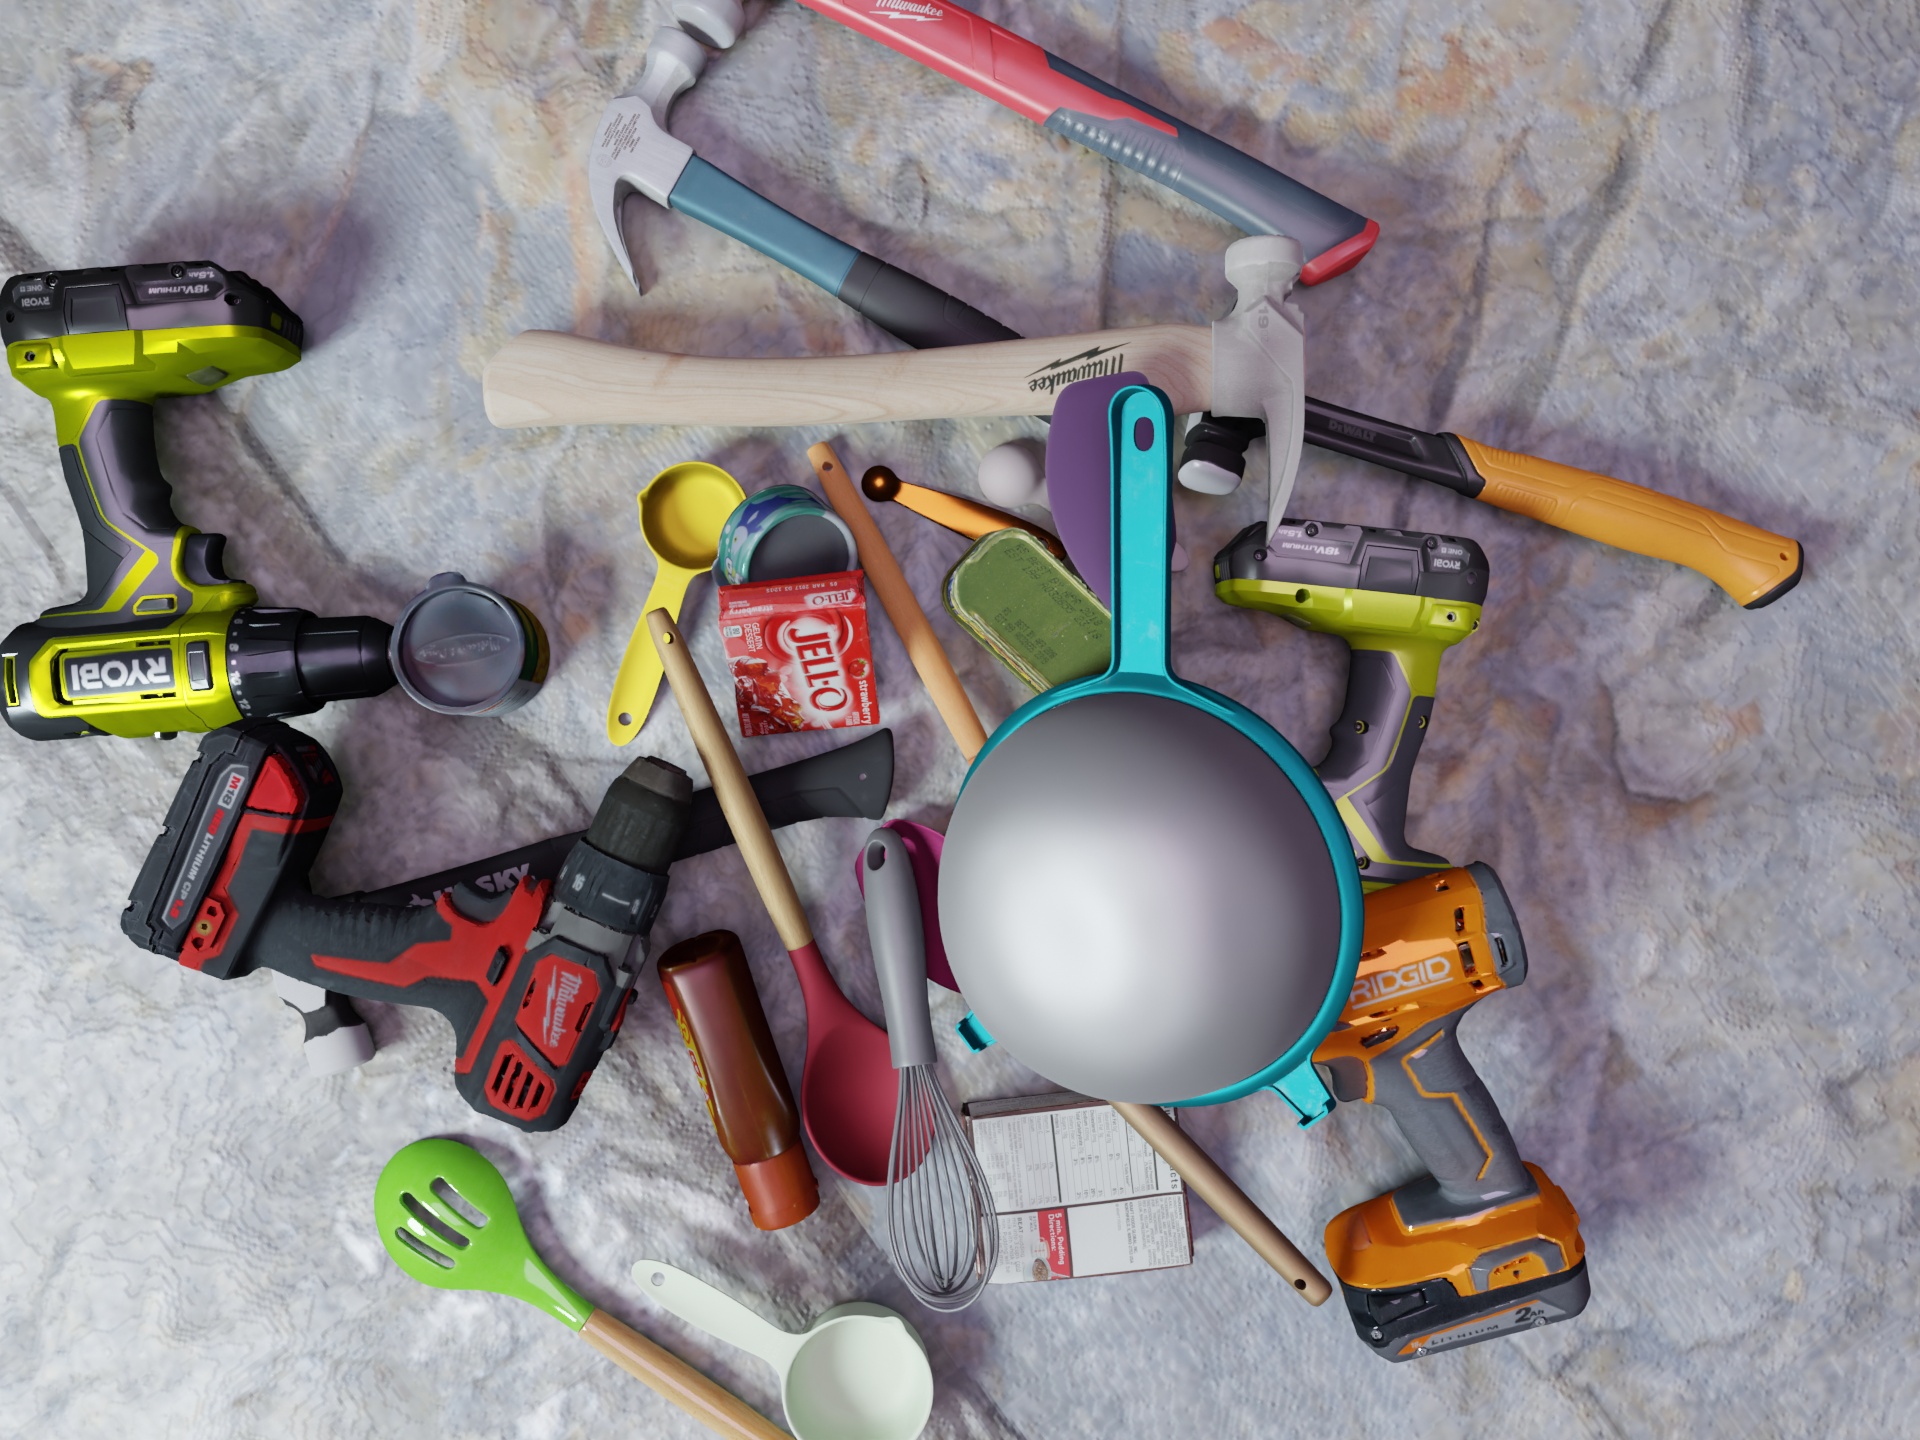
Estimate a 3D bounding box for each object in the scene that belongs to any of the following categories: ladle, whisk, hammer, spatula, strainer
[{"bbox_3d":[-0.092,0.090,0.801,0.069,0.031,0.315,-25,100,-20],"label":"ladle"},{"bbox_3d":[-0.021,0.170,0.794,0.055,0.055,0.239,-9,78,-2],"label":"whisk"},{"bbox_3d":[-0.038,-0.157,0.792,0.410,0.038,0.146,0,87,8],"label":"hammer"},{"bbox_3d":[0.051,-0.350,0.845,0.386,0.038,0.143,26,86,-1],"label":"hammer"},{"bbox_3d":[-0.193,0.064,0.822,0.335,0.035,0.146,-17,89,-3],"label":"hammer"},{"bbox_3d":[-0.001,-0.003,0.839,0.081,0.041,0.323,-28,85,-1],"label":"spatula"},{"bbox_3d":[0.286,-0.135,0.840,0.337,0.034,0.127,17,74,-4],"label":"hammer"},{"bbox_3d":[0.064,0.027,0.701,0.211,0.095,0.340,7,105,30],"label":"strainer"},{"bbox_3d":[-0.046,-0.230,0.839,0.331,0.033,0.128,29,86,-1],"label":"hammer"},{"bbox_3d":[0.092,-0.006,0.764,0.060,0.018,0.316,-14,102,-8],"label":"spatula"}]

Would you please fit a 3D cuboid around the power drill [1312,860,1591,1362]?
[{"bbox_3d":[0.208,0.194,0.781,0.164,0.084,0.226,-17,104,6],"label":"power drill"}]

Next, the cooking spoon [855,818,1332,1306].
[{"bbox_3d":[0.064,0.171,0.802,0.319,0.017,0.068,44,111,13],"label":"cooking spoon"}]

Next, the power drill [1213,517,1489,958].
[{"bbox_3d":[0.184,0.014,0.818,0.171,0.080,0.223,6,91,-2],"label":"power drill"}]

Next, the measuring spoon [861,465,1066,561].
[{"bbox_3d":[0.002,-0.109,0.846,0.117,0.011,0.021,21,87,-1],"label":"measuring spoon"}]

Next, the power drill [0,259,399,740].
[{"bbox_3d":[-0.385,-0.106,0.802,0.190,0.080,0.228,-5,91,-2],"label":"power drill"}]

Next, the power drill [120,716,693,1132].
[{"bbox_3d":[-0.253,0.073,0.766,0.226,0.080,0.188,24,88,-5],"label":"power drill"}]

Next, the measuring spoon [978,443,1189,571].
[{"bbox_3d":[0.067,-0.111,0.846,0.124,0.018,0.034,26,87,-2],"label":"measuring spoon"}]

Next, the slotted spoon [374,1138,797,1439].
[{"bbox_3d":[-0.170,0.321,0.818,0.314,0.031,0.070,35,87,-2],"label":"slotted spoon"}]

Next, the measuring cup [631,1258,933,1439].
[{"bbox_3d":[-0.092,0.316,0.816,0.167,0.038,0.083,28,87,1],"label":"measuring cup"}]

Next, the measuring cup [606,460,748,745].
[{"bbox_3d":[-0.155,-0.061,0.838,0.062,0.029,0.156,20,99,-6],"label":"measuring cup"}]
